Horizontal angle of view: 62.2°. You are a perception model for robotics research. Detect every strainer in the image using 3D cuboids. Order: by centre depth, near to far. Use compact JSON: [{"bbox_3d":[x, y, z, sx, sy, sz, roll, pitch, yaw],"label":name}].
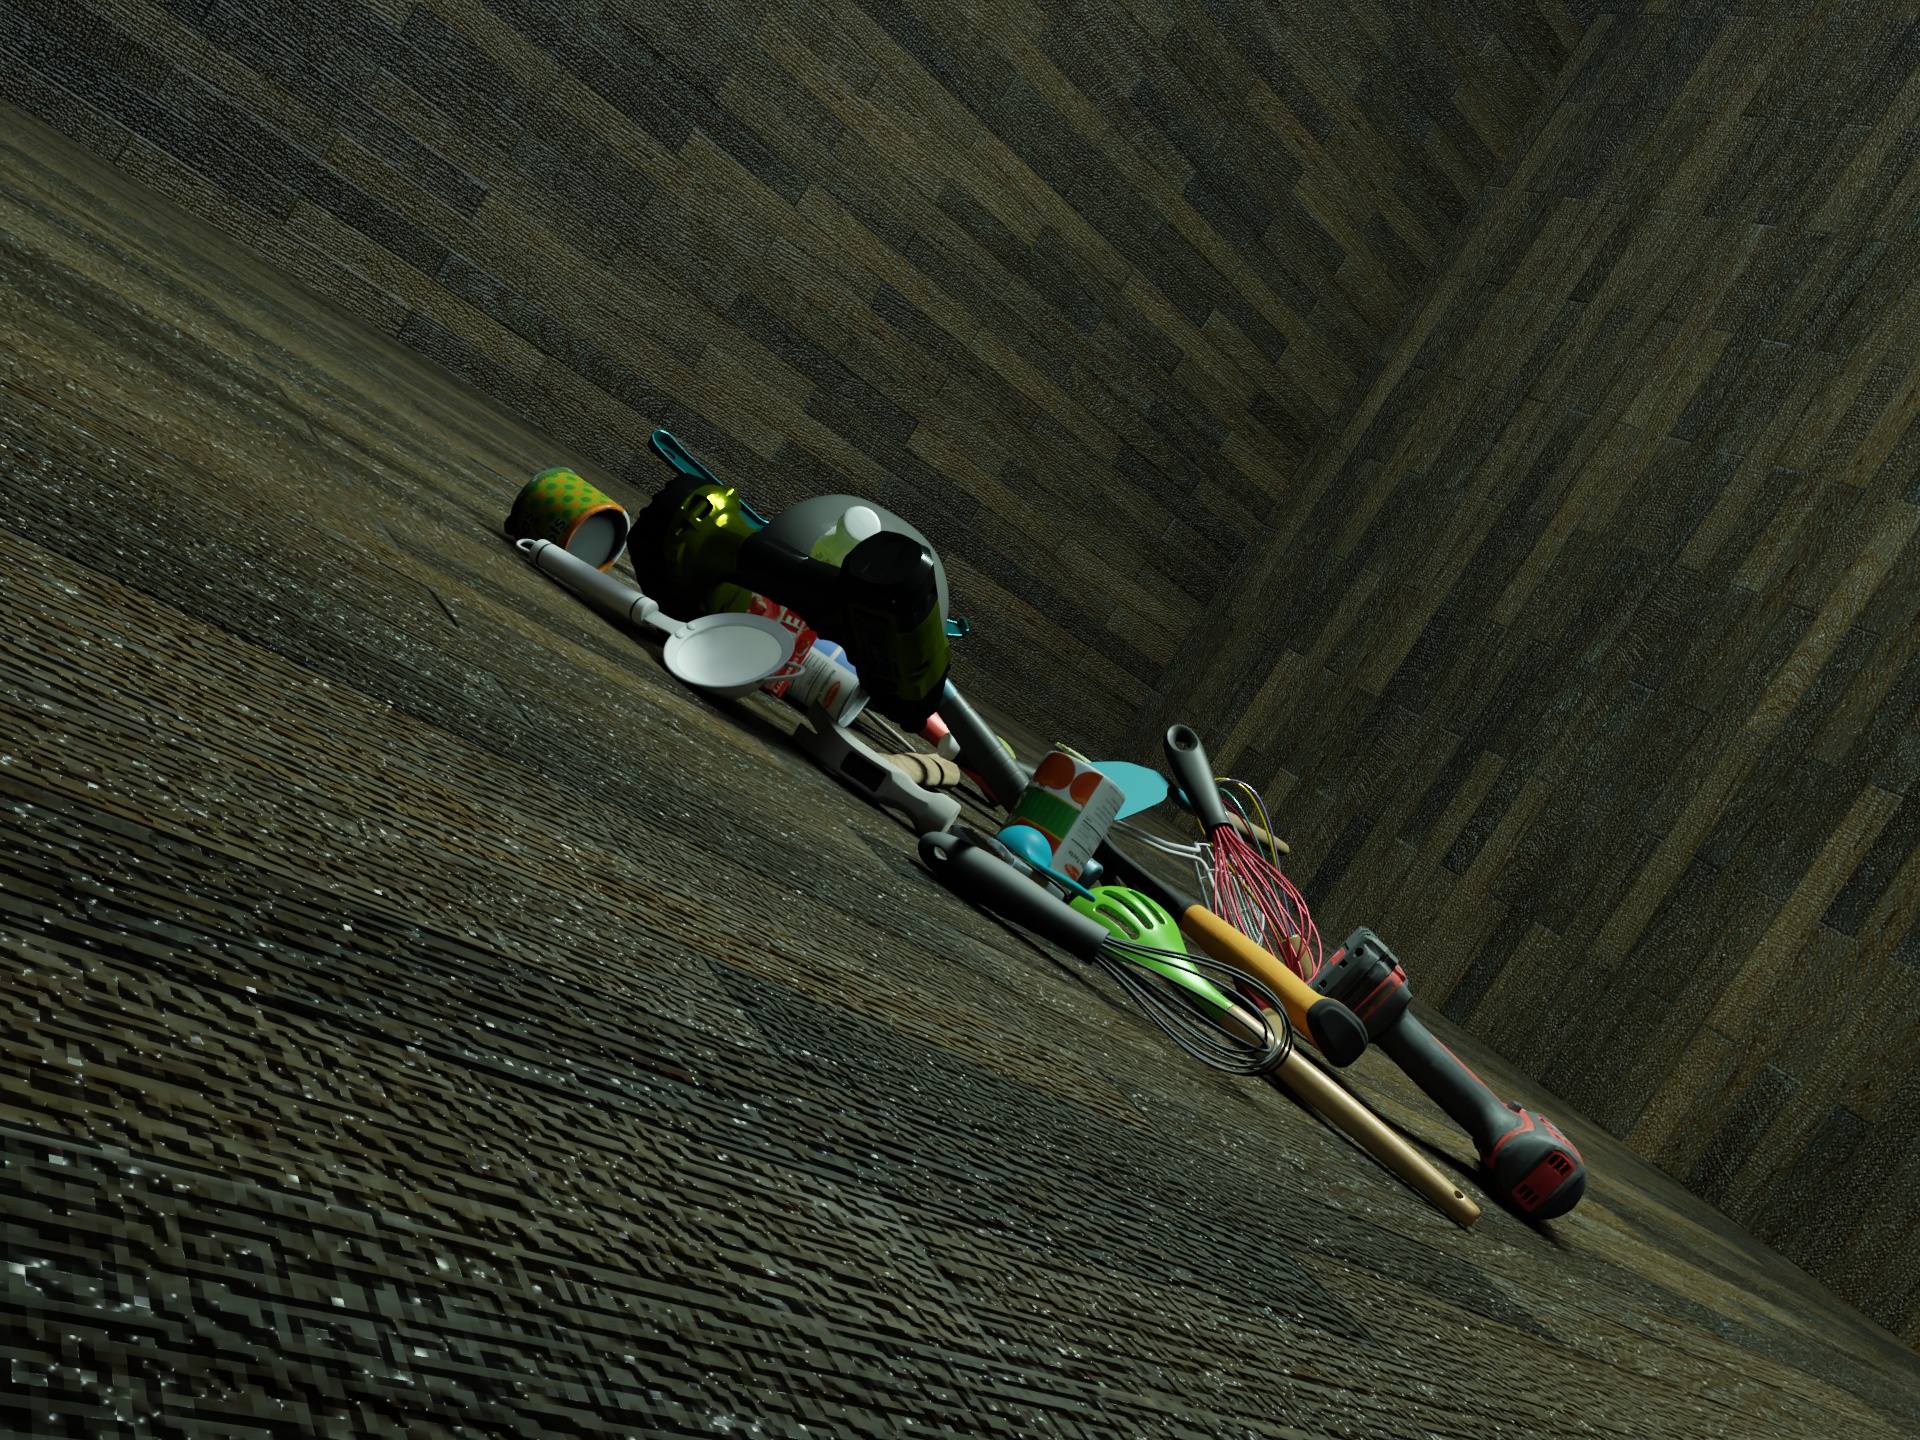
[{"bbox_3d":[-0.207,-0.069,1.079,0.258,0.050,0.087,29,45,23],"label":"strainer"},{"bbox_3d":[-0.136,-0.174,1.418,0.340,0.095,0.211,41,34,6],"label":"strainer"}]

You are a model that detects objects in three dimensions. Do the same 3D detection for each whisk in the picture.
[{"bbox_3d":[0.078,0.125,0.896,0.239,0.055,0.055,29,2,13],"label":"whisk"},{"bbox_3d":[0.210,0.101,1.245,0.073,0.073,0.296,31,26,-33],"label":"whisk"},{"bbox_3d":[0.256,0.161,1.307,0.047,0.051,0.245,-14,75,-36],"label":"whisk"}]

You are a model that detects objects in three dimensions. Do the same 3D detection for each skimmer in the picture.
[{"bbox_3d":[0.119,0.113,1.341,0.363,0.090,0.127,26,25,-24],"label":"skimmer"}]

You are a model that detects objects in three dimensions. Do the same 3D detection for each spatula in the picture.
[{"bbox_3d":[0.201,0.085,1.380,0.317,0.044,0.082,25,12,-47],"label":"spatula"}]

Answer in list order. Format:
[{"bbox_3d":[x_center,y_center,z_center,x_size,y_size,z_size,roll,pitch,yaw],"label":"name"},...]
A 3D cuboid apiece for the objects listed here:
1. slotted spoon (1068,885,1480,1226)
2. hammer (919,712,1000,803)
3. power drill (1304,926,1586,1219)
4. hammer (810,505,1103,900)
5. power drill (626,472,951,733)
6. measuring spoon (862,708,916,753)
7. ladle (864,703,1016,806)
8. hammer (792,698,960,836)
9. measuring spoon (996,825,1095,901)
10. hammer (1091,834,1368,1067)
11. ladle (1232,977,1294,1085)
[{"bbox_3d":[0.185,0.196,0.976,0.070,0.031,0.314,-22,50,-40],"label":"slotted spoon"},{"bbox_3d":[-0.022,0.011,1.407,0.359,0.036,0.149,41,34,8],"label":"hammer"},{"bbox_3d":[0.354,0.260,1.173,0.227,0.080,0.188,45,5,11],"label":"power drill"},{"bbox_3d":[-0.002,-0.004,1.183,0.331,0.033,0.128,53,-25,-3],"label":"hammer"},{"bbox_3d":[-0.113,-0.078,1.118,0.223,0.080,0.171,21,-34,22],"label":"power drill"},{"bbox_3d":[-0.092,-0.002,1.495,0.124,0.018,0.034,39,-7,-19],"label":"measuring spoon"},{"bbox_3d":[-0.082,-0.005,1.454,0.320,0.062,0.078,25,6,-22],"label":"ladle"},{"bbox_3d":[-0.041,0.037,1.192,0.130,0.031,0.331,34,3,7],"label":"hammer"},{"bbox_3d":[0.061,0.090,1.023,0.042,0.021,0.129,39,-5,-23],"label":"measuring spoon"},{"bbox_3d":[0.174,0.152,1.115,0.127,0.034,0.337,57,-9,-29],"label":"hammer"},{"bbox_3d":[0.224,0.217,1.132,0.069,0.031,0.315,38,5,5],"label":"ladle"}]
